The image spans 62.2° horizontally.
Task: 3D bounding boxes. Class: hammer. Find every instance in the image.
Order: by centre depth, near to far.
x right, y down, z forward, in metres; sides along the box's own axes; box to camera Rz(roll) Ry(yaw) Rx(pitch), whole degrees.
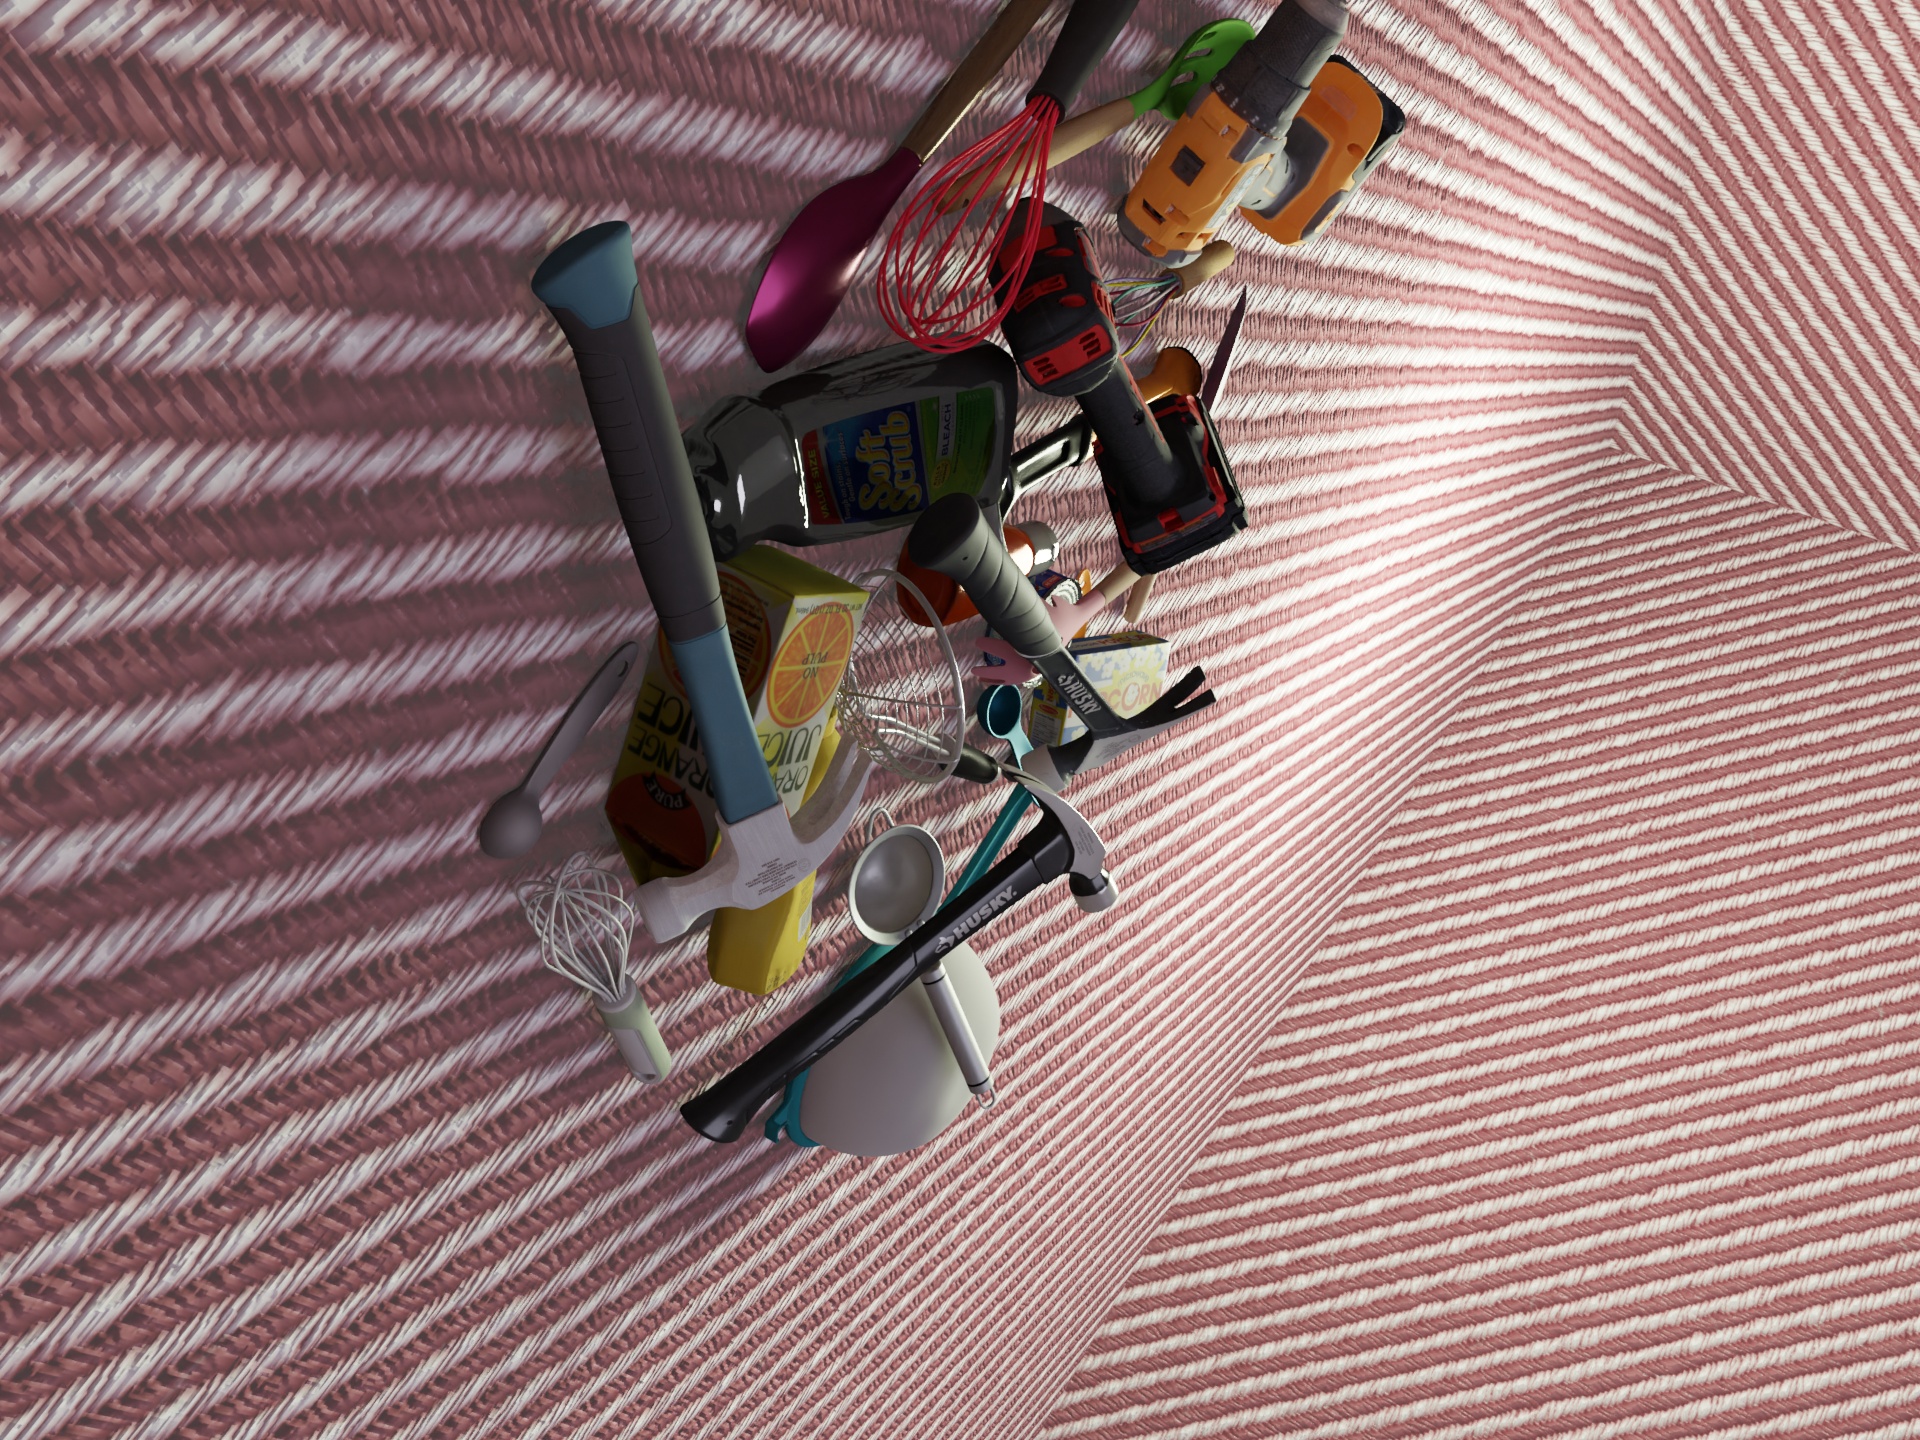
[{"bbox_3d":[-0.122,-0.052,0.707,0.128,0.033,0.330,-23,125,-18],"label":"hammer"},{"bbox_3d":[0.058,-0.043,0.980,0.149,0.036,0.408,-26,157,9],"label":"hammer"},{"bbox_3d":[0.090,-0.185,1.066,0.337,0.034,0.127,-40,126,-51],"label":"hammer"},{"bbox_3d":[-0.045,0.165,1.069,0.335,0.035,0.146,-37,128,-12],"label":"hammer"}]

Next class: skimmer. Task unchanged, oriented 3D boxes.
[{"bbox_3d":[-0.002,-0.003,1.035,0.090,0.127,0.363,-30,164,9],"label":"skimmer"}]

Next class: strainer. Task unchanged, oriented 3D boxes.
[{"bbox_3d":[-0.026,0.172,1.130,0.087,0.050,0.258,-34,112,-32],"label":"strainer"},{"bbox_3d":[-0.001,0.204,1.226,0.340,0.095,0.210,-58,156,-2],"label":"strainer"}]

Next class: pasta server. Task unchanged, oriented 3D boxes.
[{"bbox_3d":[0.103,-0.100,1.151,0.316,0.040,0.060,-40,147,-50],"label":"pasta server"}]

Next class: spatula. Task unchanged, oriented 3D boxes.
[{"bbox_3d":[0.175,-0.196,1.242,0.060,0.018,0.315,-77,-178,-46],"label":"spatula"}]

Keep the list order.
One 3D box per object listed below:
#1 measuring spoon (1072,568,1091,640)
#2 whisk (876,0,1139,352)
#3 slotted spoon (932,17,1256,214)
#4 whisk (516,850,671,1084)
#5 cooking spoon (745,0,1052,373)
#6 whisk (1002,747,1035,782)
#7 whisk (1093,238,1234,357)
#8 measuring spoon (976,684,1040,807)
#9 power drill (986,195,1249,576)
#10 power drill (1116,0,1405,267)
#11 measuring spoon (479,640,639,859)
[{"bbox_3d":[0.090,-0.070,1.263,0.021,0.011,0.116,-27,135,-38],"label":"measuring spoon"},{"bbox_3d":[0.036,-0.306,0.826,0.296,0.073,0.073,-64,158,-23],"label":"whisk"},{"bbox_3d":[0.083,-0.352,0.932,0.314,0.031,0.070,-41,163,-38],"label":"slotted spoon"},{"bbox_3d":[-0.189,0.145,0.861,0.246,0.058,0.059,87,12,-56],"label":"whisk"},{"bbox_3d":[-0.011,-0.301,0.801,0.319,0.017,0.068,-56,157,-15],"label":"cooking spoon"},{"bbox_3d":[0.106,0.012,1.339,0.239,0.055,0.055,-24,135,-50],"label":"whisk"},{"bbox_3d":[0.134,-0.296,1.084,0.245,0.047,0.051,-42,162,-49],"label":"whisk"},{"bbox_3d":[0.039,0.021,1.198,0.042,0.021,0.128,-53,138,-29],"label":"measuring spoon"},{"bbox_3d":[0.085,-0.199,0.926,0.078,0.143,0.219,-25,138,16],"label":"power drill"},{"bbox_3d":[0.213,-0.390,1.041,0.226,0.084,0.185,-27,161,-51],"label":"power drill"},{"bbox_3d":[-0.187,0.015,0.765,0.124,0.018,0.034,-58,156,-14],"label":"measuring spoon"}]
